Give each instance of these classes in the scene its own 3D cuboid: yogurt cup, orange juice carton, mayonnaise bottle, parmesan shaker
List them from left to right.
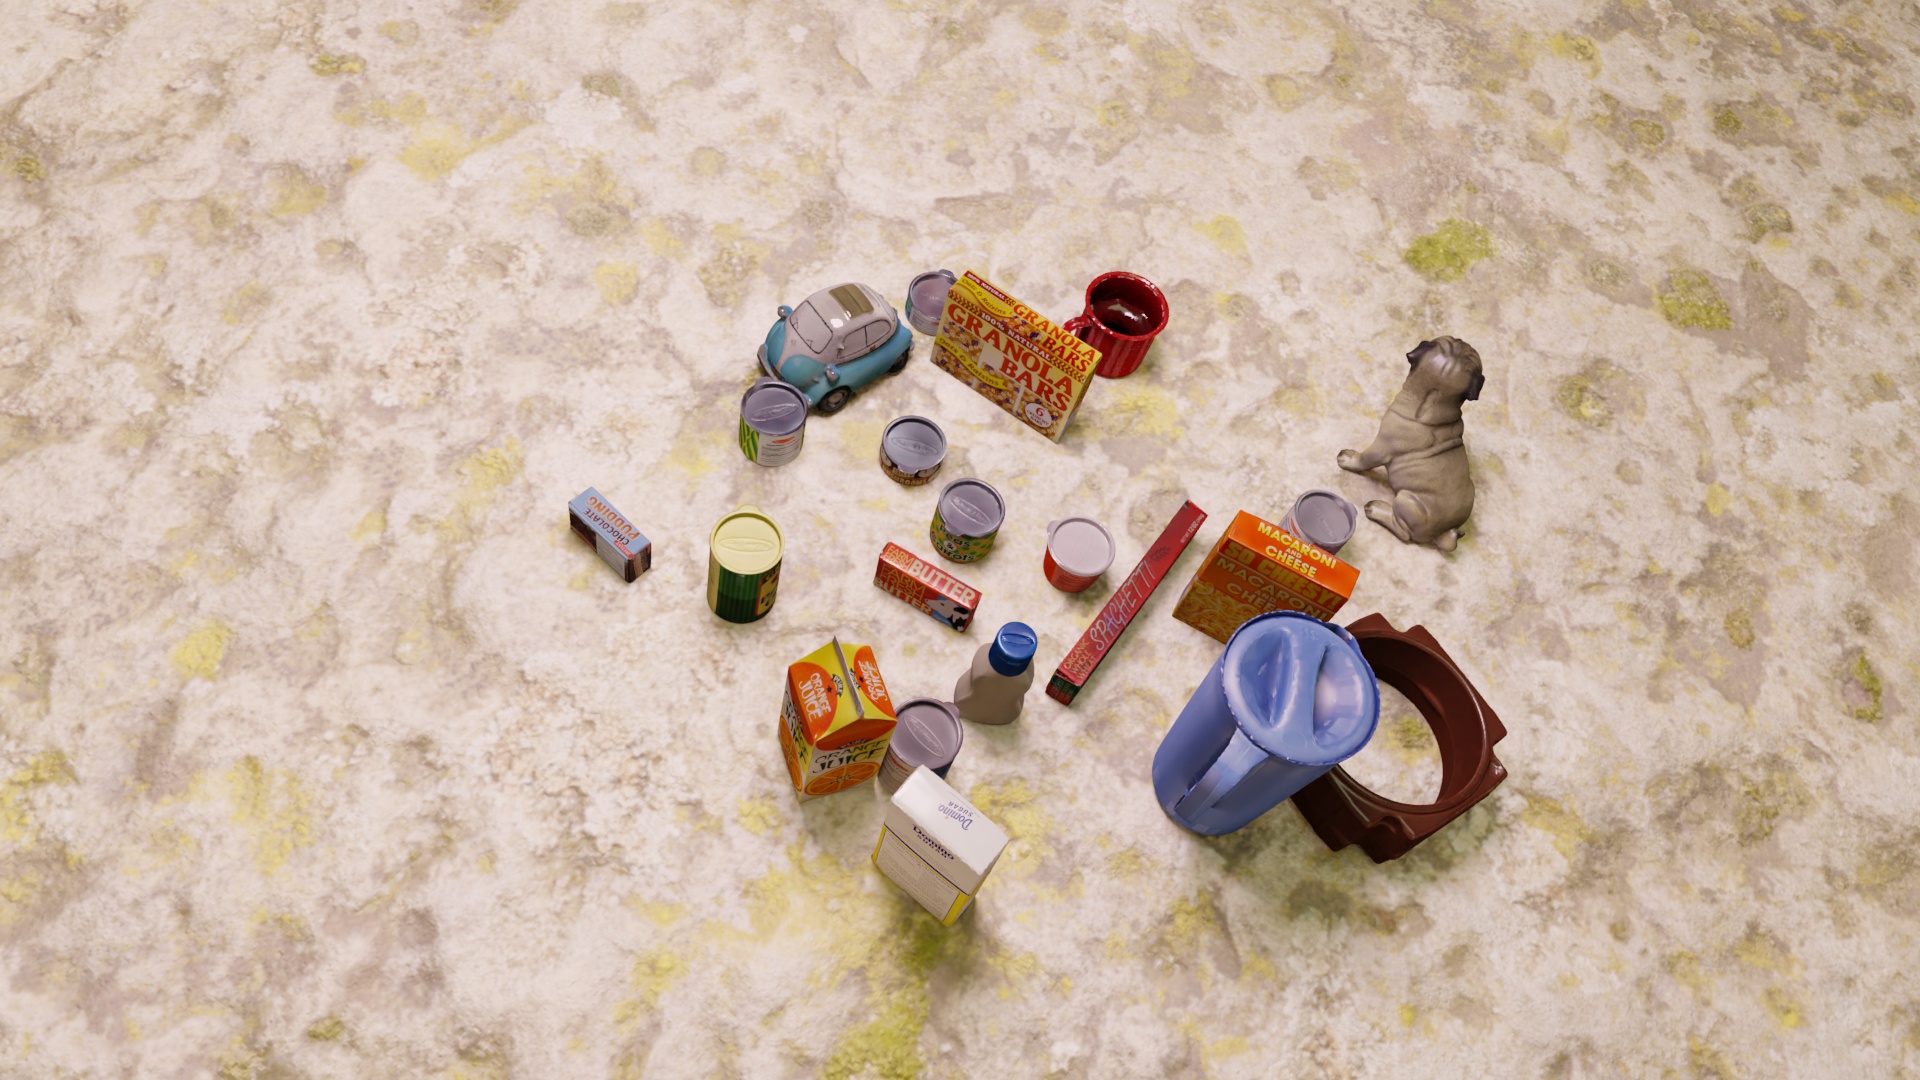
[{"bbox_3d":[-0.197,0.023,1.268,0.071,0.102,0.071,5,60,-9],"label":"parmesan shaker"},{"bbox_3d":[-0.104,0.148,1.163,0.073,0.191,0.072,-13,64,-18],"label":"orange juice carton"},{"bbox_3d":[0.036,0.119,1.236,0.065,0.147,0.041,11,59,-6],"label":"mayonnaise bottle"},{"bbox_3d":[0.114,0.016,1.367,0.072,0.053,0.073,5,60,-9],"label":"yogurt cup"}]

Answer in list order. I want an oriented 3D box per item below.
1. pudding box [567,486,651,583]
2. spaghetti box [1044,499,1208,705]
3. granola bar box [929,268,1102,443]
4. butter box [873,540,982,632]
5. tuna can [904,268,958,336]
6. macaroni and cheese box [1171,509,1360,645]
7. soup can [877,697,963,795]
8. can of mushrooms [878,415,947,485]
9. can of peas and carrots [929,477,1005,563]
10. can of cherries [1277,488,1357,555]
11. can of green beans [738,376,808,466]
[{"bbox_3d":[-0.325,-0.005,1.289,0.084,0.049,0.030,41,61,12],"label":"pudding box"},{"bbox_3d":[0.164,0.059,1.355,0.029,0.050,0.251,36,60,9],"label":"spaghetti box"},{"bbox_3d":[0.055,-0.189,1.432,0.166,0.123,0.039,34,60,8],"label":"granola bar box"},{"bbox_3d":[-0.033,0.045,1.320,0.103,0.053,0.024,30,59,6],"label":"butter box"},{"bbox_3d":[-0.026,-0.259,1.508,0.071,0.032,0.071,5,60,-9],"label":"tuna can"},{"bbox_3d":[0.286,0.050,1.318,0.124,0.165,0.040,28,59,5],"label":"macaroni and cheese box"},{"bbox_3d":[-0.035,0.183,1.222,0.071,0.083,0.071,5,60,-9],"label":"soup can"},{"bbox_3d":[-0.049,-0.089,1.405,0.071,0.033,0.071,5,60,-9],"label":"can of mushrooms"},{"bbox_3d":[0.005,-0.017,1.360,0.071,0.058,0.071,5,60,-9],"label":"can of peas and carrots"},{"bbox_3d":[0.368,-0.011,1.434,0.071,0.058,0.072,5,60,-9],"label":"can of cherries"},{"bbox_3d":[-0.186,-0.116,1.377,0.071,0.057,0.071,5,60,-9],"label":"can of green beans"}]
